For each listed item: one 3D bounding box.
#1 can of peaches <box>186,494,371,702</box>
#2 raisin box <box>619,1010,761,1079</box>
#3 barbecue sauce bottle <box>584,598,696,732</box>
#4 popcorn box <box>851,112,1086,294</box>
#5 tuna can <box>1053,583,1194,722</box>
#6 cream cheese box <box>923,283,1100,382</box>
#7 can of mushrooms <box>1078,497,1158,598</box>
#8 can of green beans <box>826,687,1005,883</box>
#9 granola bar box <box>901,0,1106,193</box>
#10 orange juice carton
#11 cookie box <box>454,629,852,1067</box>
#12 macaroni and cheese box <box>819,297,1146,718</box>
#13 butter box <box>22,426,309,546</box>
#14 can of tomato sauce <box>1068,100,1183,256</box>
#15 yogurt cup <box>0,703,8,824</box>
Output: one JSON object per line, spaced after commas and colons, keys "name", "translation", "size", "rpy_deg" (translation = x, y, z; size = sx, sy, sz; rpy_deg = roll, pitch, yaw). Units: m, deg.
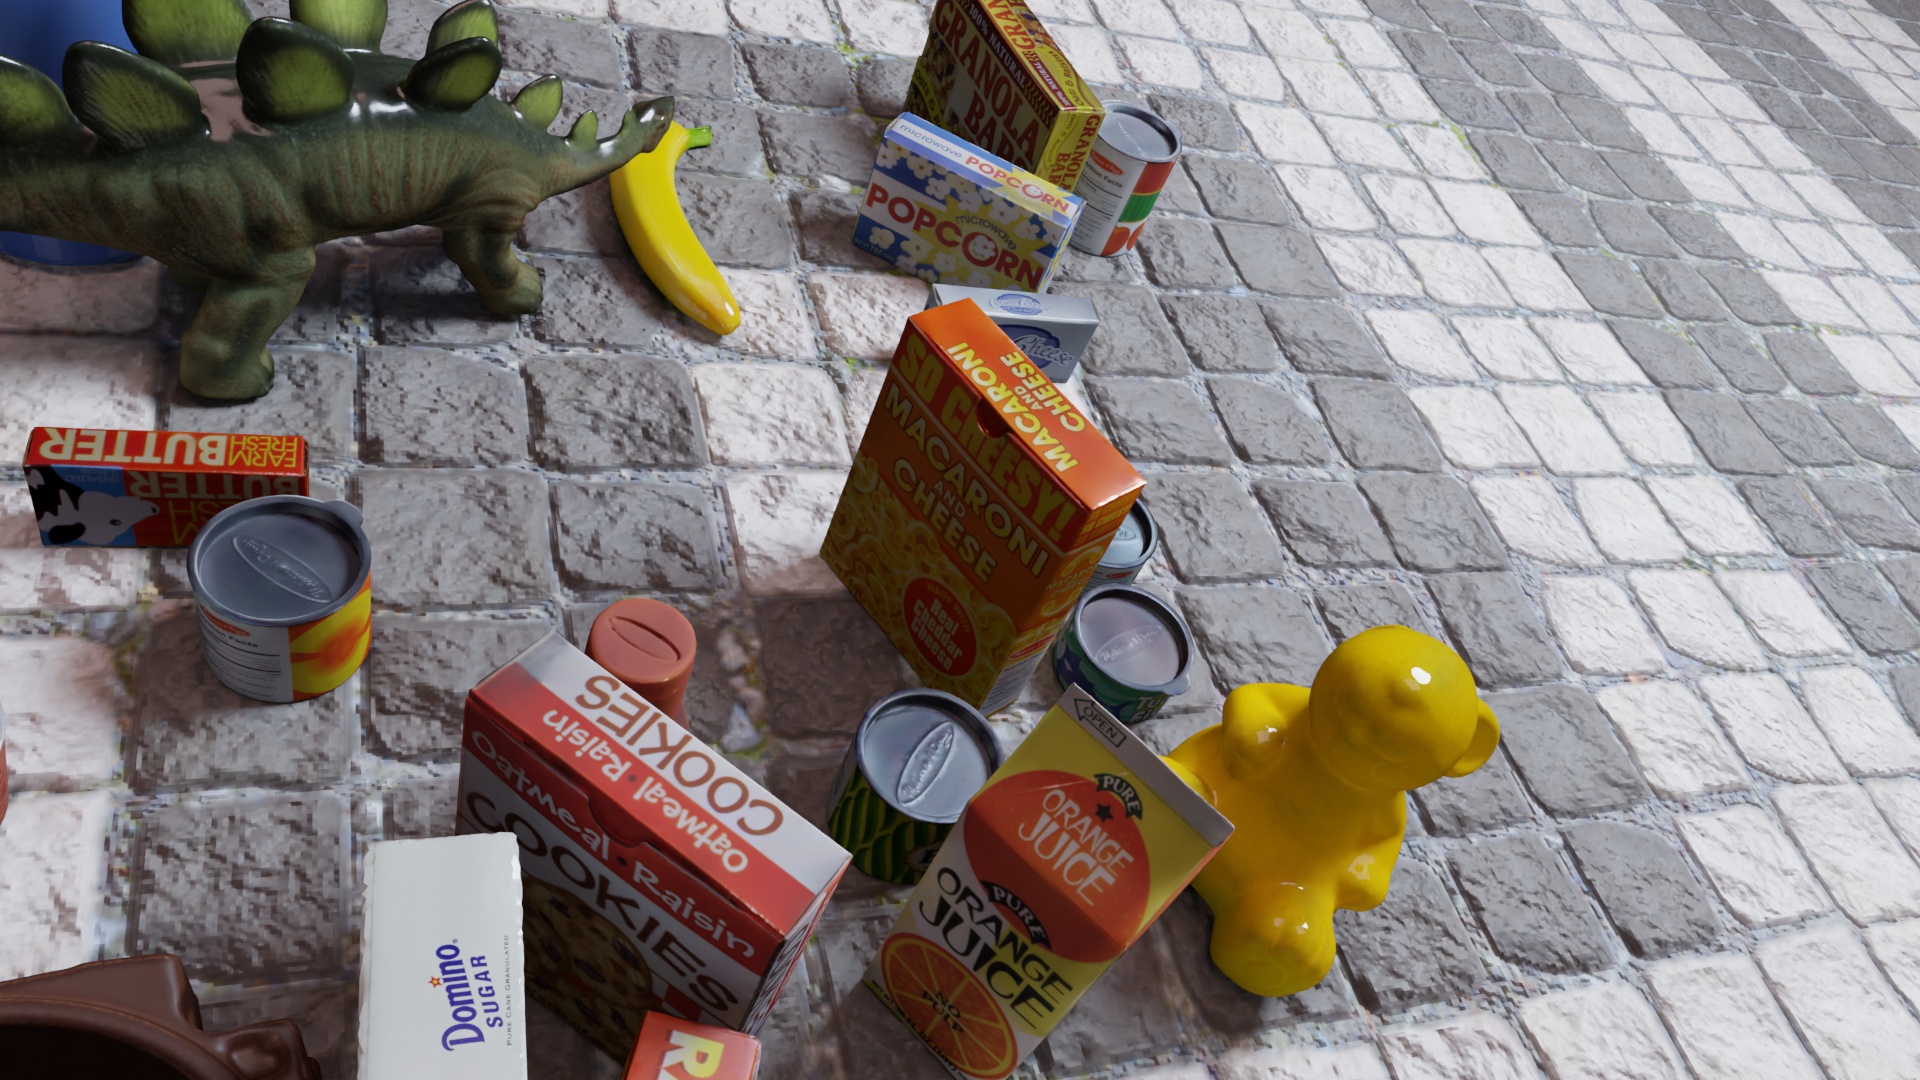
{"name": "can of peaches", "translation": [-0.277, 0.023, 0.574], "size": [0.071, 0.057, 0.071], "rpy_deg": [12, 47, -13]}
{"name": "raisin box", "translation": [-0.101, 0.213, 0.434], "size": [0.040, 0.122, 0.086], "rpy_deg": [19, 46, -7]}
{"name": "barbecue sauce bottle", "translation": [-0.129, 0.080, 0.522], "size": [0.065, 0.147, 0.044], "rpy_deg": [30, 46, 5]}
{"name": "popcorn box", "translation": [0.003, -0.199, 0.865], "size": [0.127, 0.084, 0.038], "rpy_deg": [27, 46, 2]}
{"name": "tuna can", "translation": [0.084, 0.059, 0.708], "size": [0.071, 0.032, 0.071], "rpy_deg": [12, 47, -13]}
{"name": "cream cheese box", "translation": [0.026, -0.123, 0.830], "size": [0.104, 0.053, 0.024], "rpy_deg": [1, 51, -21]}
{"name": "can of mushrooms", "translation": [0.071, -0.004, 0.758], "size": [0.071, 0.033, 0.071], "rpy_deg": [12, 47, -13]}
{"name": "can of green beans", "translation": [-0.021, 0.107, 0.606], "size": [0.071, 0.057, 0.071], "rpy_deg": [12, 47, -13]}
{"name": "granola bar box", "translation": [0.023, -0.283, 0.921], "size": [0.039, 0.123, 0.166], "rpy_deg": [-9, 55, -29]}
{"name": "orange juice carton", "translation": [0.034, 0.128, 0.517], "size": [0.072, 0.191, 0.073], "rpy_deg": [42, 48, 16]}
{"name": "cookie box", "translation": [-0.115, 0.123, 0.477], "size": [0.123, 0.166, 0.040], "rpy_deg": [34, 47, 9]}
{"name": "macaroni and cheese box", "translation": [0.002, -0.008, 0.641], "size": [0.040, 0.165, 0.124], "rpy_deg": [-25, 63, -37]}
{"name": "butter box", "translation": [-0.334, -0.021, 0.593], "size": [0.104, 0.052, 0.024], "rpy_deg": [1, 51, -22]}
{"name": "can of tomato sauce", "translation": [0.106, -0.247, 0.952], "size": [0.071, 0.082, 0.071], "rpy_deg": [12, 47, -13]}
{"name": "yogurt cup", "translation": [-0.370, 0.083, 0.486], "size": [0.072, 0.053, 0.073], "rpy_deg": [12, 47, -13]}
